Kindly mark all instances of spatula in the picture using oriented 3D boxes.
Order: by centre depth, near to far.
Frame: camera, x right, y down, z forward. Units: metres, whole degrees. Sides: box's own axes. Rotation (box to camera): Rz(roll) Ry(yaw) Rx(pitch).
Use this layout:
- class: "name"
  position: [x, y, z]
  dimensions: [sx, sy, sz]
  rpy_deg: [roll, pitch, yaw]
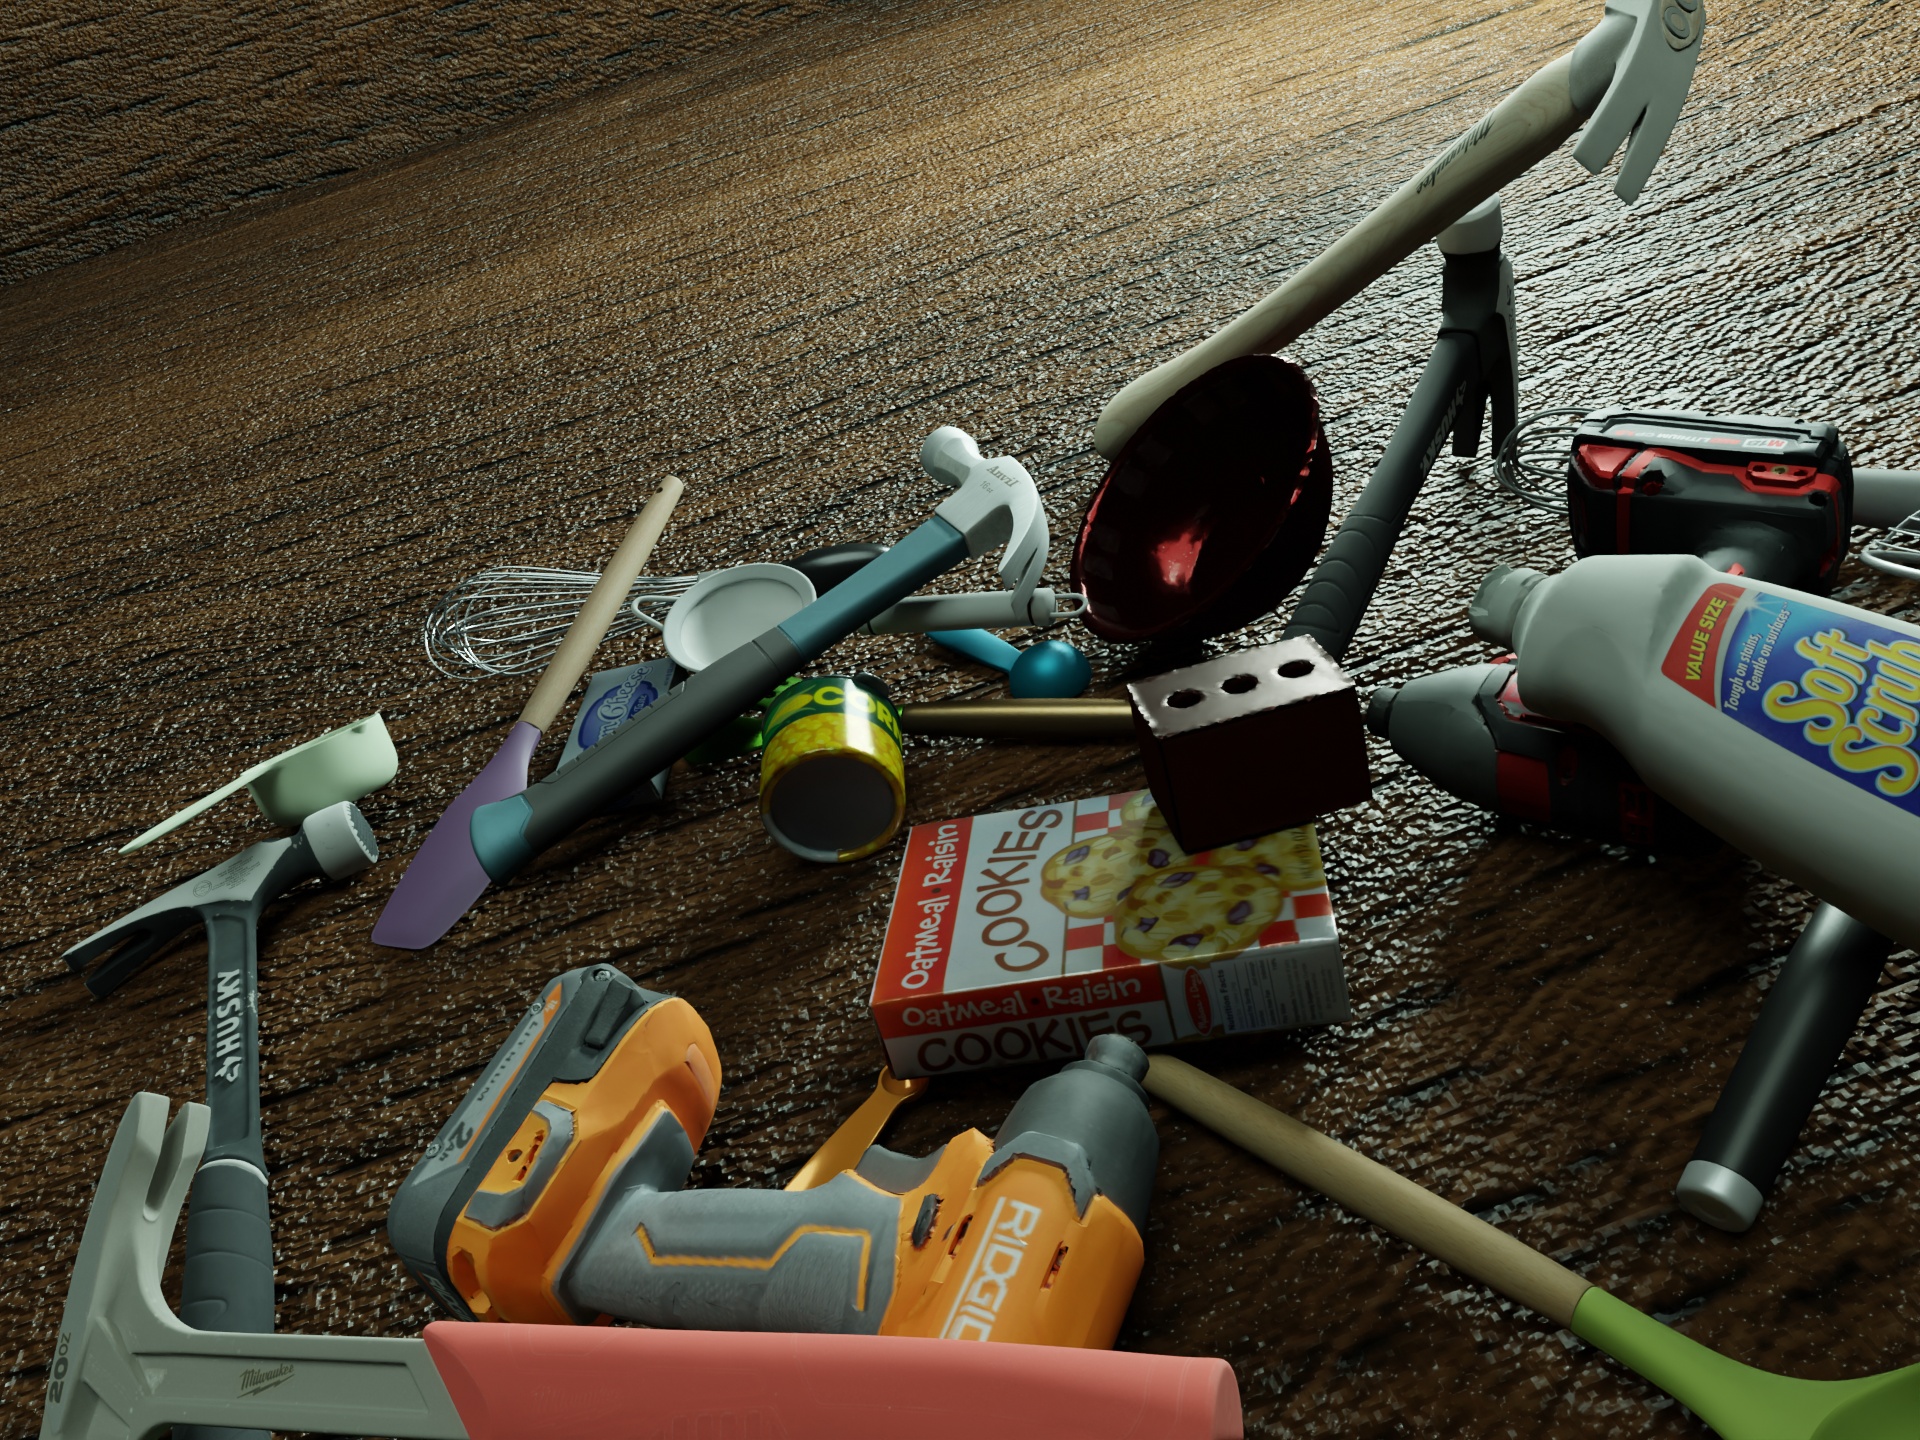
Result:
- class: "spatula"
  position: [-0.214, -0.015, 0.838]
  dimensions: [0.060, 0.018, 0.316]
  rpy_deg: [0, 51, 29]

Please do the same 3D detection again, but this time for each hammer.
- class: "hammer"
  position: [-0.104, 0.175, 0.437]
  dimensions: [0.359, 0.036, 0.149]
  rpy_deg: [-6, 66, 20]
- class: "hammer"
  position: [-0.302, 0.175, 0.648]
  dimensions: [0.149, 0.036, 0.409]
  rpy_deg: [-25, 35, -8]
- class: "hammer"
  position: [0.198, -0.094, 0.742]
  dimensions: [0.035, 0.146, 0.335]
  rpy_deg: [10, 52, 33]
- class: "hammer"
  position: [-0.096, -0.029, 0.783]
  dimensions: [0.331, 0.033, 0.128]
  rpy_deg: [-36, 45, -13]
- class: "hammer"
  position: [0.181, -0.212, 0.783]
  dimensions: [0.410, 0.038, 0.146]
  rpy_deg: [-29, 32, 59]

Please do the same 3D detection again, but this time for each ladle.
- class: "ladle"
  position: [0.156, 0.150, 0.462]
  dimensions: [0.078, 0.062, 0.320]
  rpy_deg: [-39, 37, -26]

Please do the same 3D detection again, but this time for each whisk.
- class: "whisk"
  position: [0.371, -0.112, 0.746]
  dimensions: [0.239, 0.055, 0.055]
  rpy_deg: [14, 45, 32]
- class: "whisk"
  position: [-0.173, -0.071, 0.920]
  dimensions: [0.284, 0.070, 0.070]
  rpy_deg: [-9, 35, 4]

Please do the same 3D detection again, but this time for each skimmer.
- class: "skimmer"
  position: [0.339, 0.038, 0.560]
  dimensions: [0.127, 0.090, 0.363]
  rpy_deg: [21, 60, 37]

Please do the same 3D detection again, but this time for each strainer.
- class: "strainer"
  position: [-0.055, -0.051, 0.837]
  dimensions: [0.258, 0.050, 0.087]
  rpy_deg: [-2, 47, 24]

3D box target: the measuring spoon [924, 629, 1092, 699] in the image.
- class: "measuring spoon"
  position: [0.016, -0.042, 0.819]
  dimensions: [0.042, 0.021, 0.129]
  rpy_deg: [-35, 39, -24]

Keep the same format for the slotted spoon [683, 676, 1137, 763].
- class: "slotted spoon"
  position: [-0.001, -0.002, 0.771]
  dimensions: [0.314, 0.031, 0.070]
  rpy_deg: [0, 36, 22]

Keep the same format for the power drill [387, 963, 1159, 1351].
- class: "power drill"
  position: [-0.050, 0.153, 0.517]
  dimensions: [0.226, 0.084, 0.164]
  rpy_deg: [9, 47, 26]

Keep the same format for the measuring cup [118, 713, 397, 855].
- class: "measuring cup"
  position: [-0.354, 0.044, 0.810]
  dimensions: [0.083, 0.038, 0.168]
  rpy_deg: [-18, 14, 26]

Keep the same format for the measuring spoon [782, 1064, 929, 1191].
- class: "measuring spoon"
  position: [-0.048, 0.167, 0.570]
  dimensions: [0.021, 0.011, 0.117]
  rpy_deg: [16, 50, 36]

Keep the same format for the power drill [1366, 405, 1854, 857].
- class: "power drill"
  position: [0.273, -0.040, 0.661]
  dimensions: [0.143, 0.078, 0.220]
  rpy_deg: [14, 48, 38]
